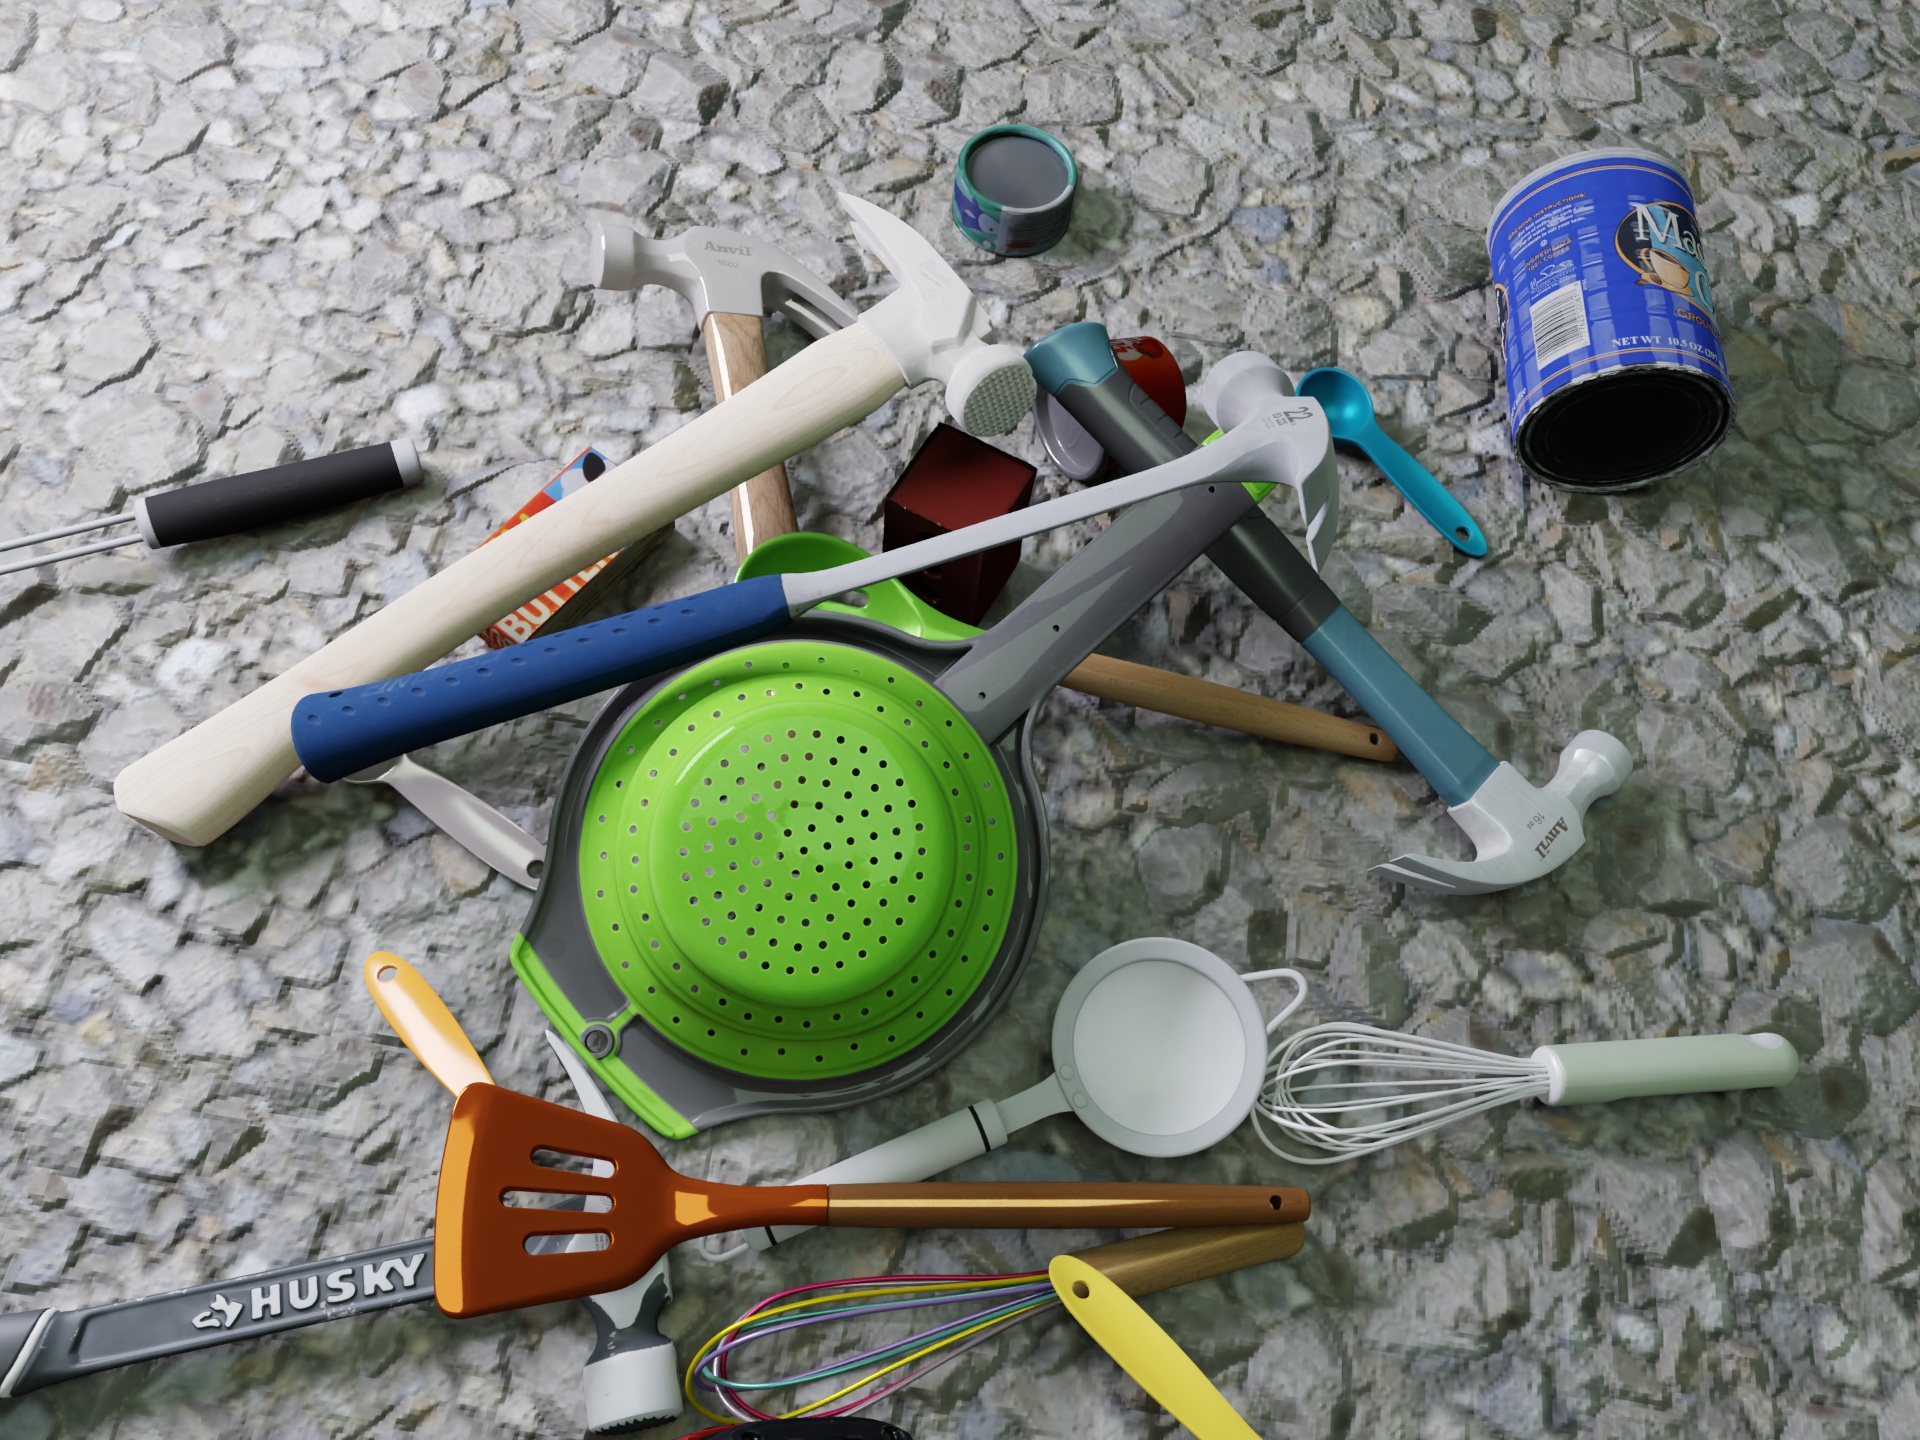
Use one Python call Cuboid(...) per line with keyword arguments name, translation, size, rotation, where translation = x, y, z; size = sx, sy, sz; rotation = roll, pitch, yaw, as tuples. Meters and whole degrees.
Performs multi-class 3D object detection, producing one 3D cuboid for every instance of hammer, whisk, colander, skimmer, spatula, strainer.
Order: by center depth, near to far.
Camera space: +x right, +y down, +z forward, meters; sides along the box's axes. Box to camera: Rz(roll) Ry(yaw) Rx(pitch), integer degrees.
Cuboid(name="hammer", translation=(-0.313, 0.217, 0.571), size=(0.409, 0.036, 0.149), rotation=(-9, 64, -10))
Cuboid(name="spatula", translation=(-0.024, 0.179, 0.589), size=(0.322, 0.041, 0.081), rotation=(2, 64, -7))
Cuboid(name="hammer", translation=(-0.055, -0.048, 0.600), size=(0.405, 0.035, 0.144), rotation=(-17, 29, 2))
Cuboid(name="whisk", translation=(0.017, 0.222, 0.605), size=(0.245, 0.051, 0.047), rotation=(-9, 86, -15))
Cuboid(name="colander", translation=(-0.001, -0.002, 0.624), size=(0.397, 0.094, 0.204), rotation=(-42, 89, -9))
Cuboid(name="strainer", translation=(0.018, 0.157, 0.634), size=(0.258, 0.050, 0.087), rotation=(-21, 73, -10))
Cuboid(name="whisk", translation=(0.237, 0.150, 0.662), size=(0.246, 0.058, 0.059), rotation=(-1, 98, -10))
Cuboid(name="skimmer", translation=(-0.412, -0.068, 0.672), size=(0.363, 0.090, 0.127), rotation=(-18, 99, -17))
Cuboid(name="hammer", translation=(-0.175, -0.081, 0.680), size=(0.410, 0.038, 0.146), rotation=(-32, 57, -4))
Cuboid(name="hammer", translation=(0.154, -0.055, 0.719), size=(0.331, 0.033, 0.128), rotation=(46, 67, 2))
Cuboid(name="hammer", translation=(-0.088, -0.089, 0.738), size=(0.130, 0.031, 0.332), rotation=(-2, 67, -25))

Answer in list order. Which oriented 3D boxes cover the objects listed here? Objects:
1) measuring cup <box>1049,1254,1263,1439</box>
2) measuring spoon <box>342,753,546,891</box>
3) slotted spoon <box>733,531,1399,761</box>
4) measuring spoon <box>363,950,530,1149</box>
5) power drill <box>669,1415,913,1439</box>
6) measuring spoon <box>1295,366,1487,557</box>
Cuboid(name="measuring cup", translation=(0.086, 0.255, 0.565), size=(0.062, 0.029, 0.157), rotation=(-28, 58, -37))
Cuboid(name="measuring spoon", translation=(-0.220, 0.038, 0.684), size=(0.124, 0.018, 0.034), rotation=(35, 71, 4))
Cuboid(name="slotted spoon", translation=(0.052, -0.020, 0.711), size=(0.313, 0.031, 0.070), rotation=(13, 74, -10))
Cuboid(name="measuring spoon", translation=(-0.200, 0.122, 0.610), size=(0.021, 0.011, 0.117), rotation=(-33, 51, -26))
Cuboid(name="power drill", translation=(-0.098, 0.286, 0.470), size=(0.078, 0.219, 0.143), rotation=(17, 56, -37))
Cuboid(name="measuring spoon", translation=(0.218, -0.127, 0.813), size=(0.042, 0.021, 0.128), rotation=(-40, 83, -23))
